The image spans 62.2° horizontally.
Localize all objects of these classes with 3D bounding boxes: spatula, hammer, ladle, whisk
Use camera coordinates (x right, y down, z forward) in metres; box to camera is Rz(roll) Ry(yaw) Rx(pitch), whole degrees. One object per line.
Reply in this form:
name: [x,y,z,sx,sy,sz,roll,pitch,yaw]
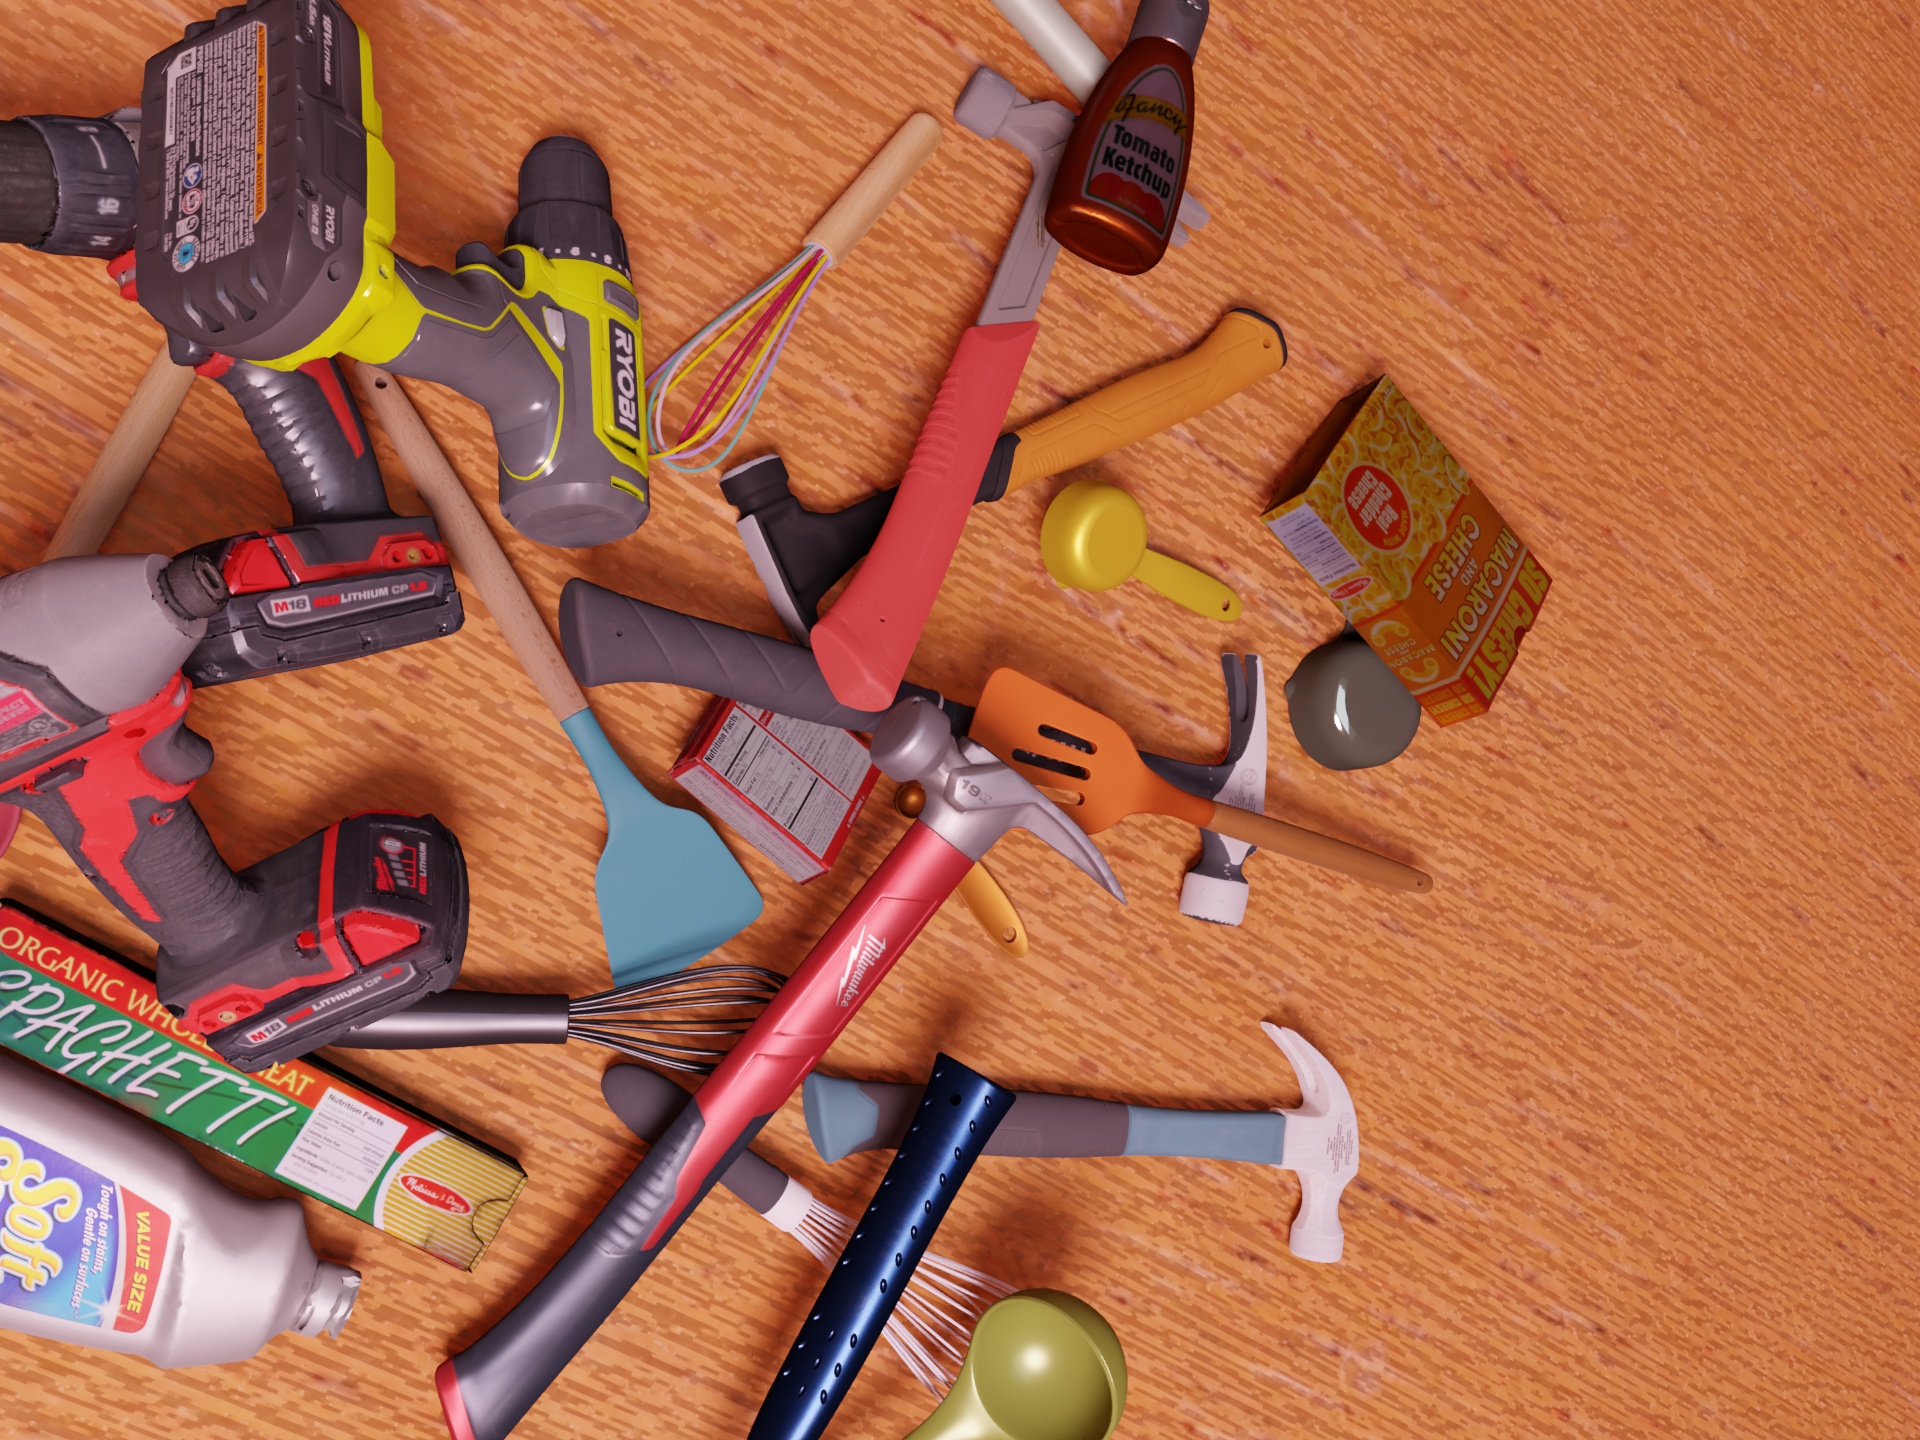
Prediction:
spatula: [0.140,0.053,0.842,0.322,0.041,0.081,18,82,-35]
hammer: [-0.085,0.341,0.706,0.144,0.035,0.405,25,79,24]
hammer: [0.017,-0.160,0.786,0.149,0.036,0.359,28,63,-17]
ladle: [-0.371,-0.070,0.661,0.069,0.031,0.315,29,75,-25]
hammer: [0.073,0.218,0.846,0.330,0.033,0.128,9,85,-24]
ladle: [-0.065,0.366,0.727,0.320,0.062,0.078,-32,78,-4]
hammer: [0.044,-0.136,0.844,0.337,0.034,0.127,-28,99,-22]
whisk: [-0.060,0.253,0.777,0.284,0.070,0.070,40,73,-13]
spatula: [-0.196,-0.023,0.740,0.082,0.044,0.317,-31,96,-20]
whisk: [0.005,-0.402,0.820,0.058,0.059,0.246,-44,105,9]
whisk: [-0.182,0.136,0.728,0.239,0.055,0.055,4,87,-18]
hammer: [-0.089,0.179,0.718,0.143,0.038,0.386,39,89,-25]
whisk: [-0.079,-0.215,0.788,0.051,0.047,0.245,41,70,-16]
hammer: [-0.001,-0.003,0.785,0.408,0.036,0.149,15,85,-31]

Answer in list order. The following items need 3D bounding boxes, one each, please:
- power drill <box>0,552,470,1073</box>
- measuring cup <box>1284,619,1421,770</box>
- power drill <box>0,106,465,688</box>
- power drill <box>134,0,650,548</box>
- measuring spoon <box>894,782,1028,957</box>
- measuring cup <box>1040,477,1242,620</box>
power drill: [-0.286,0.031,0.594,0.143,0.079,0.219,-25,134,5]
measuring cup: [0.242,-0.053,0.927,0.083,0.038,0.167,17,82,-23]
power drill: [-0.303,-0.129,0.629,0.188,0.080,0.226,-18,98,-53]
power drill: [-0.210,-0.191,0.650,0.228,0.080,0.191,24,58,-63]
measuring spoon: [0.001,0.080,0.833,0.021,0.011,0.116,-42,108,-20]
measuring cup: [0.108,-0.081,0.854,0.156,0.029,0.062,20,92,-37]
